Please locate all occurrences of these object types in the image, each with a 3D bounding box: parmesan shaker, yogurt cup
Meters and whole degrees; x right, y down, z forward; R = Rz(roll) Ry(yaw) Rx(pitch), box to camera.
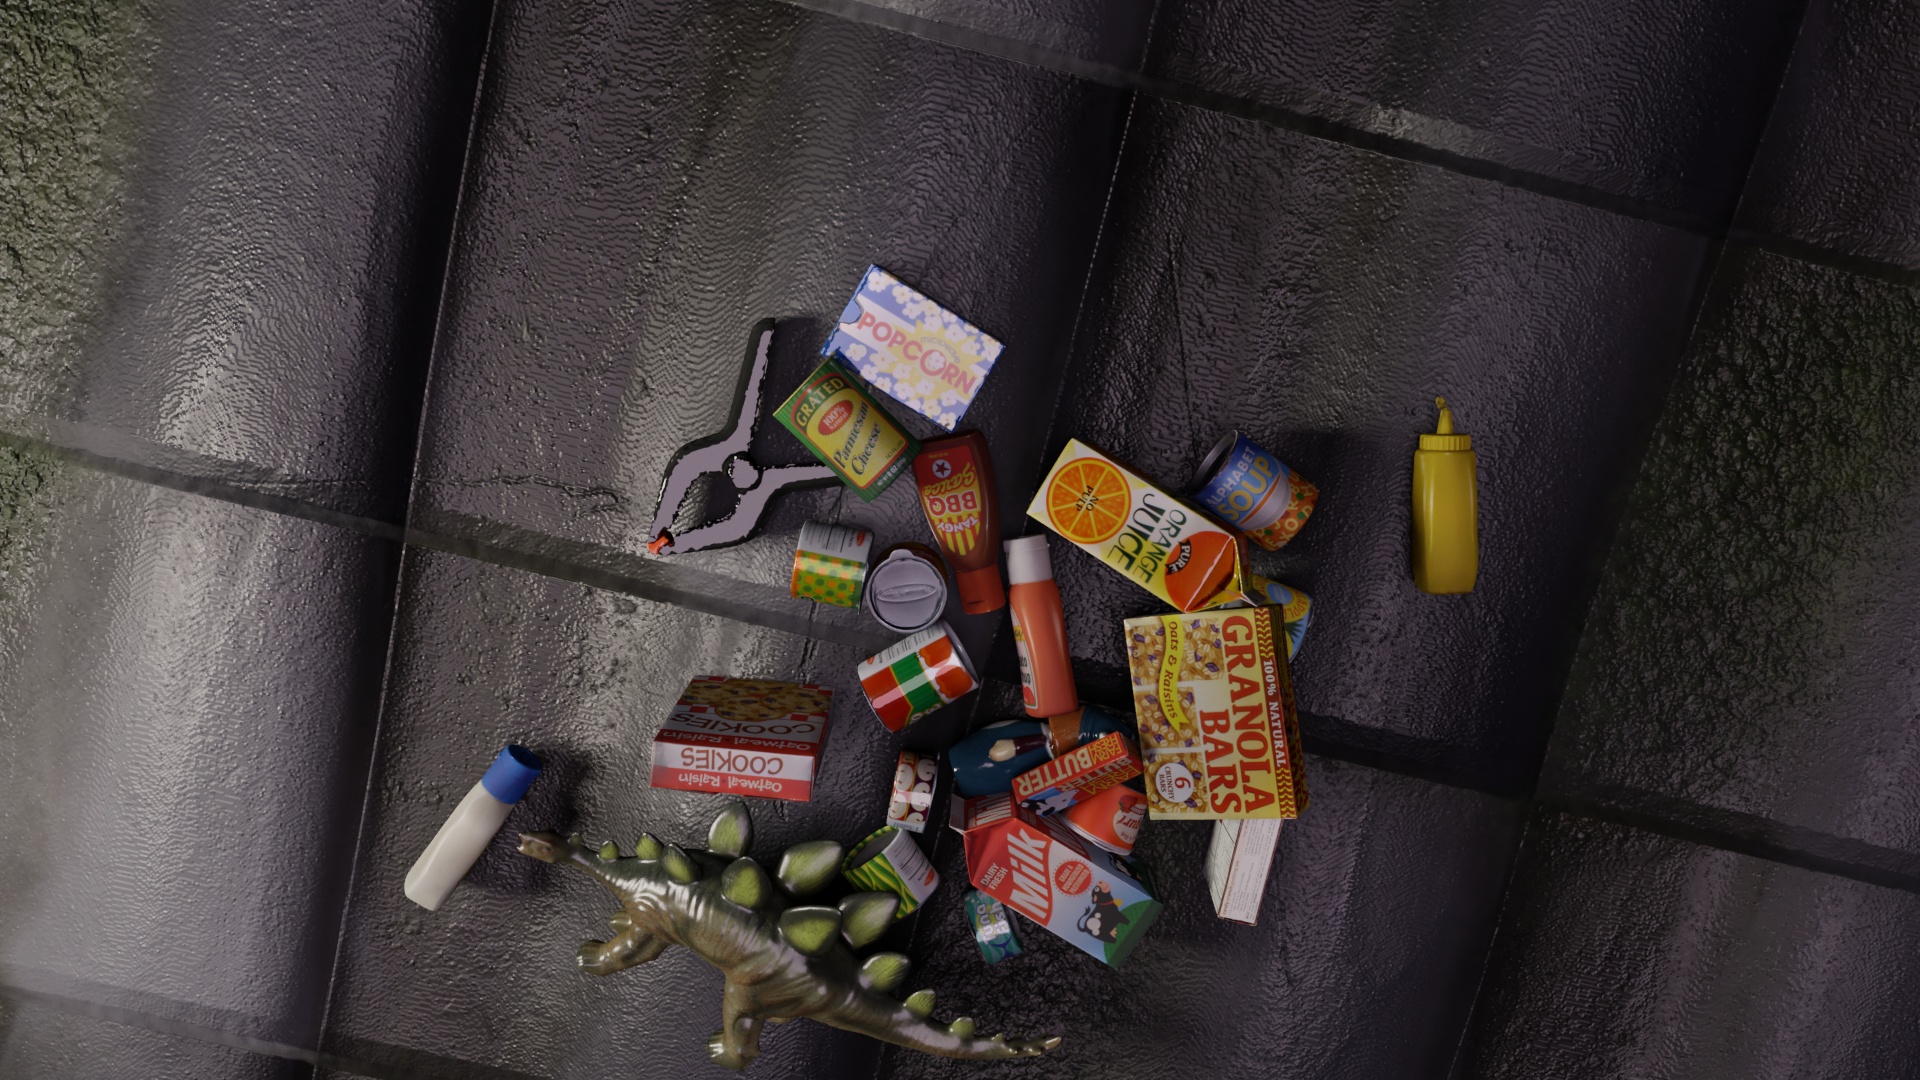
[{"bbox_3d":[-0.086,-0.089,1.094,0.103,0.071,0.071,44,98,-9],"label":"parmesan shaker"},{"bbox_3d":[0.126,0.228,1.186,0.072,0.072,0.054,27,92,-5],"label":"yogurt cup"}]

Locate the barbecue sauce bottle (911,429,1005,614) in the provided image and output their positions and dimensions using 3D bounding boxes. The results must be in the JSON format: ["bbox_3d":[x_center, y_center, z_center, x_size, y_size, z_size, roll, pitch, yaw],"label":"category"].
[{"bbox_3d":[0.004,-0.014,1.146,0.065,0.044,0.148,-9,102,22],"label":"barbecue sauce bottle"}]

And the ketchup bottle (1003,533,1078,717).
[{"bbox_3d":[0.065,0.070,1.157,0.043,0.064,0.148,-9,92,-7],"label":"ketchup bottle"}]

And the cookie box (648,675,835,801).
[{"bbox_3d":[-0.170,0.157,1.117,0.123,0.168,0.040,5,102,-1],"label":"cookie box"}]

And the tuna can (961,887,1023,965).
[{"bbox_3d":[0.028,0.329,1.200,0.033,0.071,0.071,-22,100,3],"label":"tuna can"}]

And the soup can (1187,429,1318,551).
[{"bbox_3d":[0.238,-0.040,1.129,0.084,0.071,0.071,34,99,-7],"label":"soup can"}]

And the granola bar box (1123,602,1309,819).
[{"bbox_3d":[0.204,0.137,1.112,0.124,0.039,0.165,-7,90,29],"label":"granola bar box"}]

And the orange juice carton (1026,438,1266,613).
[{"bbox_3d":[0.157,-0.002,1.105,0.193,0.072,0.073,33,101,15],"label":"orange juice carton"}]

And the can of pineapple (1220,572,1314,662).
[{"bbox_3d":[0.251,0.064,1.151,0.058,0.071,0.071,21,100,-4],"label":"can of pineapple"}]

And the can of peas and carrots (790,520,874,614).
[{"bbox_3d":[-0.105,0.022,1.143,0.059,0.071,0.070,11,101,-2],"label":"can of peas and carrots"}]

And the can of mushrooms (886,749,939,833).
[{"bbox_3d":[-0.040,0.211,1.180,0.033,0.071,0.071,12,101,-1],"label":"can of mushrooms"}]

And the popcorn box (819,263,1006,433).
[{"bbox_3d":[-0.037,-0.155,1.123,0.127,0.038,0.085,31,101,-6],"label":"popcorn box"}]

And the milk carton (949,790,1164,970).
[{"bbox_3d":[0.072,0.278,1.190,0.190,0.072,0.073,32,100,-6],"label":"milk carton"}]

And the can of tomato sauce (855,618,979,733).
[{"bbox_3d":[-0.034,0.115,1.161,0.083,0.071,0.071,-29,100,5],"label":"can of tomato sauce"}]

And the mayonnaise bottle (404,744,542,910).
[{"bbox_3d":[-0.415,0.243,1.188,0.041,0.065,0.148,37,95,-15],"label":"mayonnaise bottle"}]

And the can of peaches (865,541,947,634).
[{"bbox_3d":[-0.043,0.036,1.150,0.071,0.058,0.071,0,101,1],"label":"can of peaches"}]

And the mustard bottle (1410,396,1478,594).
[{"bbox_3d":[0.396,-0.037,1.136,0.049,0.065,0.160,-1,97,4],"label":"mustard bottle"}]

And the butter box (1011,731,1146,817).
[{"bbox_3d":[0.099,0.193,1.145,0.103,0.053,0.024,-28,57,16],"label":"butter box"}]

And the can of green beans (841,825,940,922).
[{"bbox_3d":[-0.060,0.286,1.194,0.071,0.071,0.057,-33,99,6],"label":"can of green beans"}]
